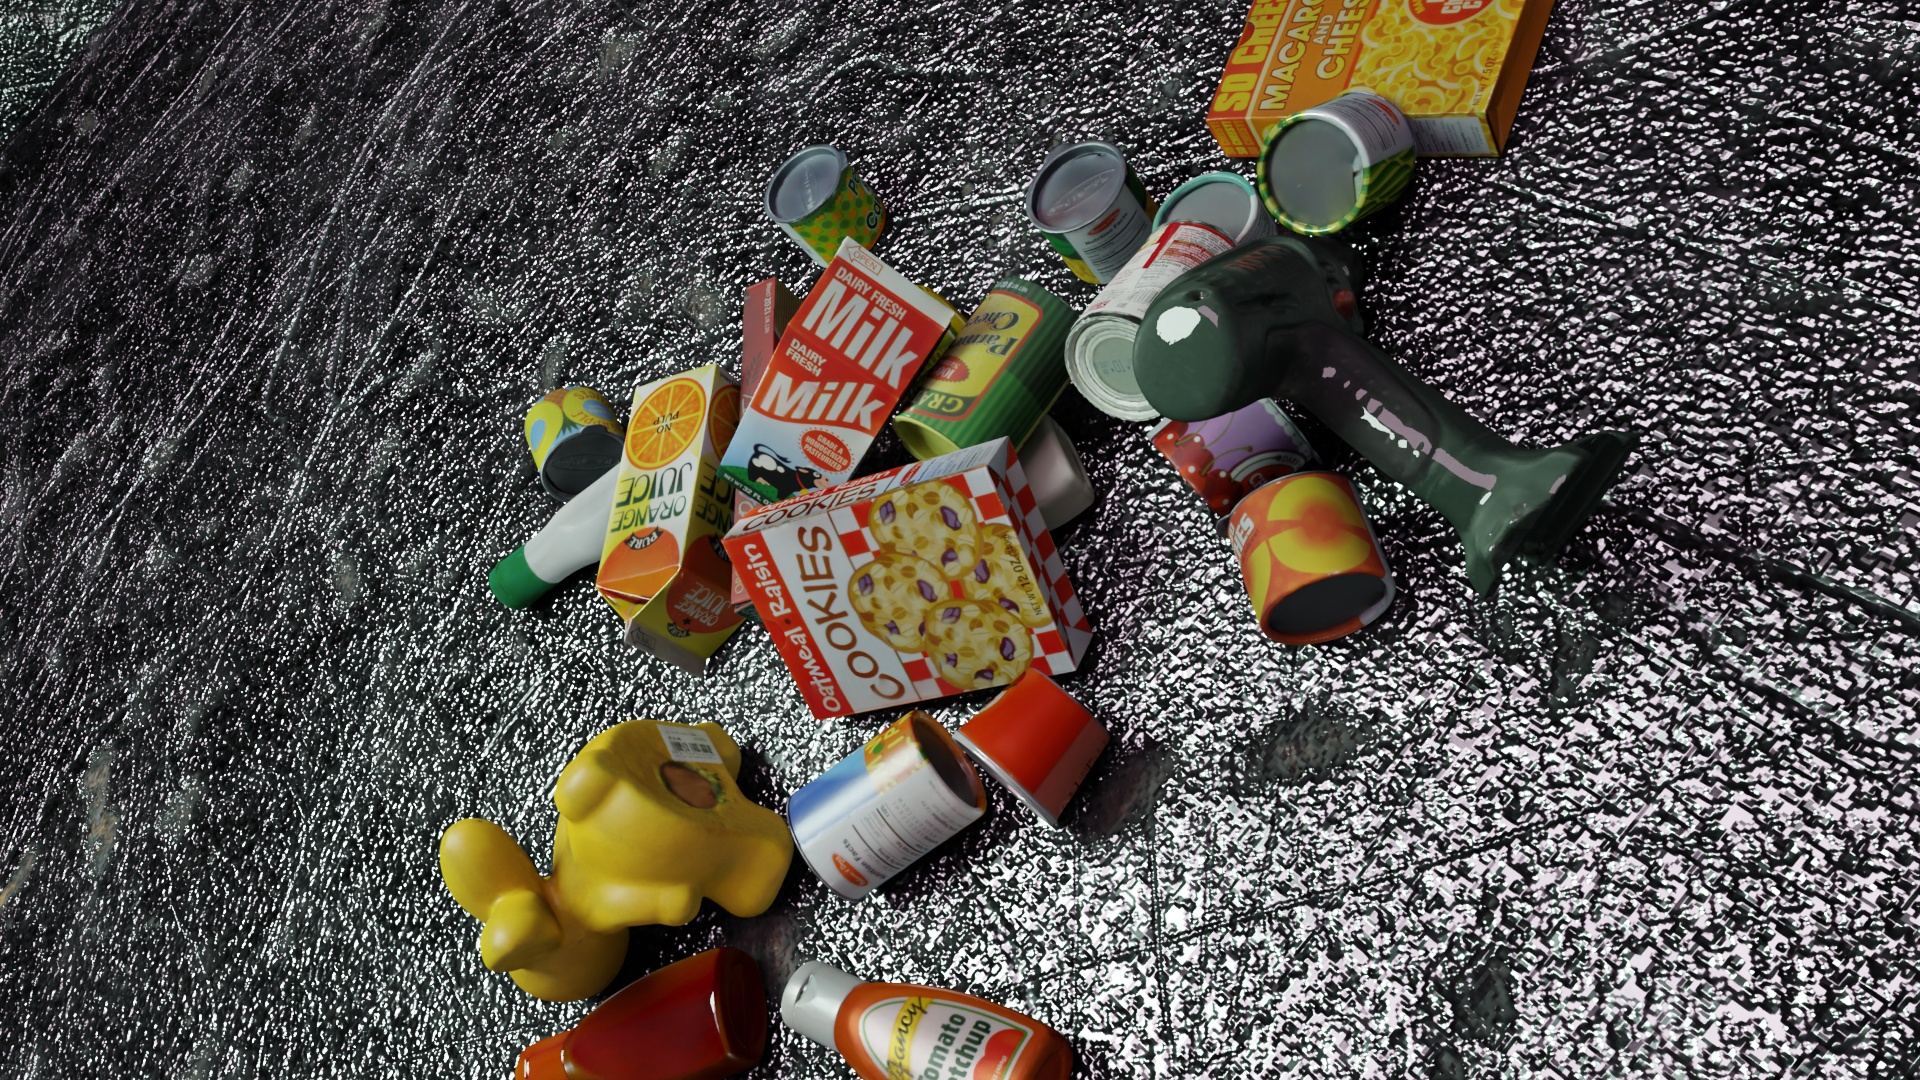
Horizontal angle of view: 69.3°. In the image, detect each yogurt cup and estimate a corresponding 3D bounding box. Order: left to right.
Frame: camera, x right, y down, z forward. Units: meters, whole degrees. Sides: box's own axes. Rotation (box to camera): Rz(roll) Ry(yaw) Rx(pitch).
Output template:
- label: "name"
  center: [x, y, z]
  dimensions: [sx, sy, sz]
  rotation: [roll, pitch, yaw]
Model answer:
- label: "yogurt cup"
  center: [0.038, 0.101, 0.698]
  dimensions: [0.054, 0.072, 0.072]
  rotation: [-48, 49, -8]

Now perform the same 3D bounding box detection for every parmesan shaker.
- label: "parmesan shaker"
  center: [0.017, -0.087, 0.766]
  dimensions: [0.071, 0.071, 0.103]
  rotation: [24, 73, 40]

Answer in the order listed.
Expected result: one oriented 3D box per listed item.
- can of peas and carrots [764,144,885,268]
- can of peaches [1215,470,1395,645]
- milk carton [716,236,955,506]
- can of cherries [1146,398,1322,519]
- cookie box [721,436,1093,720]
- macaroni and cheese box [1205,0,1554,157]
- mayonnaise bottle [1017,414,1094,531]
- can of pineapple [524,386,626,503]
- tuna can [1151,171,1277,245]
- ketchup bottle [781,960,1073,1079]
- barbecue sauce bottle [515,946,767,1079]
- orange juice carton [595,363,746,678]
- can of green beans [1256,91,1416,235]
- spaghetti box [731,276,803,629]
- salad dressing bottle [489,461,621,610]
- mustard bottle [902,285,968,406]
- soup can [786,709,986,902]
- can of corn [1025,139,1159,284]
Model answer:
- label: "can of peas and carrots"
  center: [-0.092, -0.235, 0.976]
  dimensions: [0.071, 0.058, 0.071]
  rotation: [-15, 57, 26]
- label: "can of peaches"
  center: [0.164, 0.010, 0.662]
  dimensions: [0.071, 0.071, 0.058]
  rotation: [-26, 54, 20]
- label: "milk carton"
  center: [-0.068, -0.091, 0.790]
  dimensions: [0.189, 0.072, 0.074]
  rotation: [-50, 7, 51]
- label: "can of cherries"
  center: [0.140, -0.047, 0.712]
  dimensions: [0.058, 0.071, 0.072]
  rotation: [-42, 50, 8]
- label: "cookie box"
  center: [-0.030, 0.025, 0.747]
  dimensions: [0.167, 0.122, 0.040]
  rotation: [-14, 22, 27]
- label: "macaroni and cheese box"
  center: [0.238, -0.280, 0.793]
  dimensions: [0.166, 0.040, 0.124]
  rotation: [12, 71, 37]
- label: "mayonnaise bottle"
  center: [0.003, -0.010, 0.799]
  dimensions: [0.148, 0.041, 0.065]
  rotation: [-33, 47, 16]
- label: "can of pineapple"
  center: [-0.273, -0.070, 0.998]
  dimensions: [0.071, 0.071, 0.058]
  rotation: [-41, 49, 8]
- label: "tuna can"
  center: [0.144, -0.178, 0.803]
  dimensions: [0.071, 0.032, 0.071]
  rotation: [-15, 58, 26]
- label: "ketchup bottle"
  center: [-0.022, 0.243, 0.670]
  dimensions: [0.149, 0.043, 0.065]
  rotation: [9, 59, 37]
- label: "barbecue sauce bottle"
  center: [-0.176, 0.273, 0.757]
  dimensions: [0.148, 0.043, 0.065]
  rotation: [-25, 53, 21]
- label: "orange juice carton"
  center: [-0.176, -0.011, 0.897]
  dimensions: [0.073, 0.071, 0.193]
  rotation: [-13, 58, 29]
- label: "can of green beans"
  center: [0.201, -0.201, 0.743]
  dimensions: [0.071, 0.071, 0.058]
  rotation: [12, 30, 38]
- label: "spaghetti box"
  center: [-0.118, -0.059, 0.900]
  dimensions: [0.028, 0.050, 0.251]
  rotation: [-20, 56, 26]
- label: "salad dressing bottle"
  center: [-0.266, -0.004, 0.969]
  dimensions: [0.147, 0.044, 0.064]
  rotation: [-33, 28, 19]
- label: "mustard bottle"
  center: [-0.016, -0.114, 0.863]
  dimensions: [0.065, 0.048, 0.161]
  rotation: [-36, 51, 9]
- label: "soup can"
  center: [-0.039, 0.136, 0.728]
  dimensions: [0.083, 0.071, 0.071]
  rotation: [-36, 50, 11]
- label: "can of corn"
  center: [0.081, -0.199, 0.840]
  dimensions: [0.071, 0.058, 0.071]
  rotation: [-16, 57, 26]
